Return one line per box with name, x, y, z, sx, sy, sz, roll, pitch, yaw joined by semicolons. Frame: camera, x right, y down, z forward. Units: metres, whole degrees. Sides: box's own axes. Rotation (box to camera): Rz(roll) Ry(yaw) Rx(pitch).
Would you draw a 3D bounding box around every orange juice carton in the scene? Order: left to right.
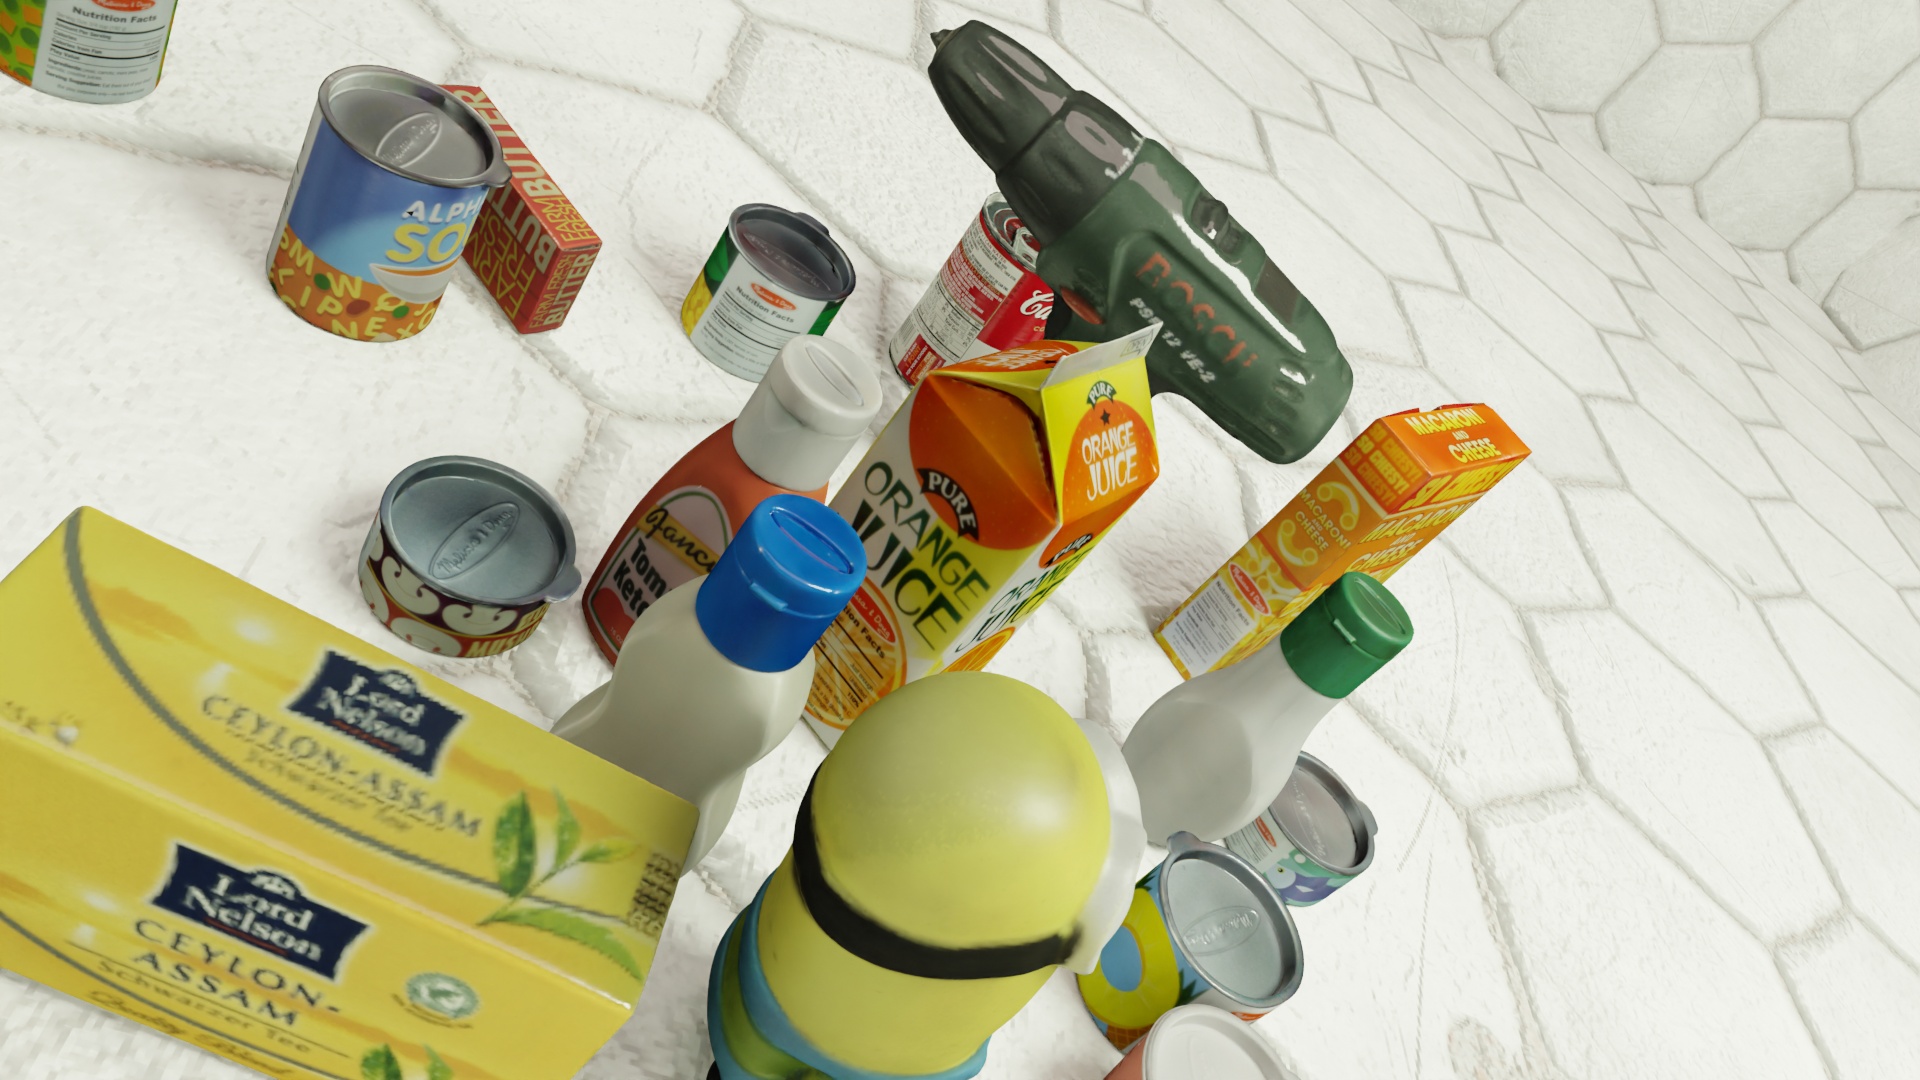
orange juice carton;0.002;-0.006;0.512;0.073;0.191;0.072;49;36;13

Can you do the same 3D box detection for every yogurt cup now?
yogurt cup;0.075;0.200;0.471;0.072;0.053;0.073;24;38;-20

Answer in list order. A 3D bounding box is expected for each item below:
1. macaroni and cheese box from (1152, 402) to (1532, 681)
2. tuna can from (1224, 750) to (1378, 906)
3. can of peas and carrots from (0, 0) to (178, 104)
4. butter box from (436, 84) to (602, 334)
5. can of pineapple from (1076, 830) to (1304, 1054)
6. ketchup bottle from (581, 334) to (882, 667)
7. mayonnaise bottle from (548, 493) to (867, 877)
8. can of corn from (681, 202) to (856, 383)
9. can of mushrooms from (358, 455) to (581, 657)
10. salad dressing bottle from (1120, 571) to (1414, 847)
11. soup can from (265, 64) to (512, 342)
macaroni and cheese box;0.189;0.002;0.694;0.124;0.165;0.040;-11;58;-48
tuna can;0.155;0.131;0.637;0.071;0.032;0.071;24;38;-20
can of peas and carrots;-0.346;-0.217;0.545;0.071;0.058;0.071;24;38;-20
butter box;-0.200;-0.143;0.601;0.103;0.053;0.024;50;36;15
can of pineapple;0.085;0.155;0.525;0.071;0.057;0.071;24;38;-20
ketchup bottle;-0.078;-0.007;0.478;0.065;0.148;0.044;48;36;11
mayonnaise bottle;-0.078;0.046;0.420;0.065;0.147;0.041;38;35;-2
can of corn;-0.092;-0.119;0.667;0.071;0.058;0.071;24;38;-20
can of mushrooms;-0.169;0.007;0.481;0.071;0.033;0.071;24;38;-20
salad dressing bottle;0.123;0.072;0.574;0.044;0.147;0.064;-15;62;-49
soup can;-0.221;-0.127;0.537;0.071;0.083;0.072;24;38;-20
